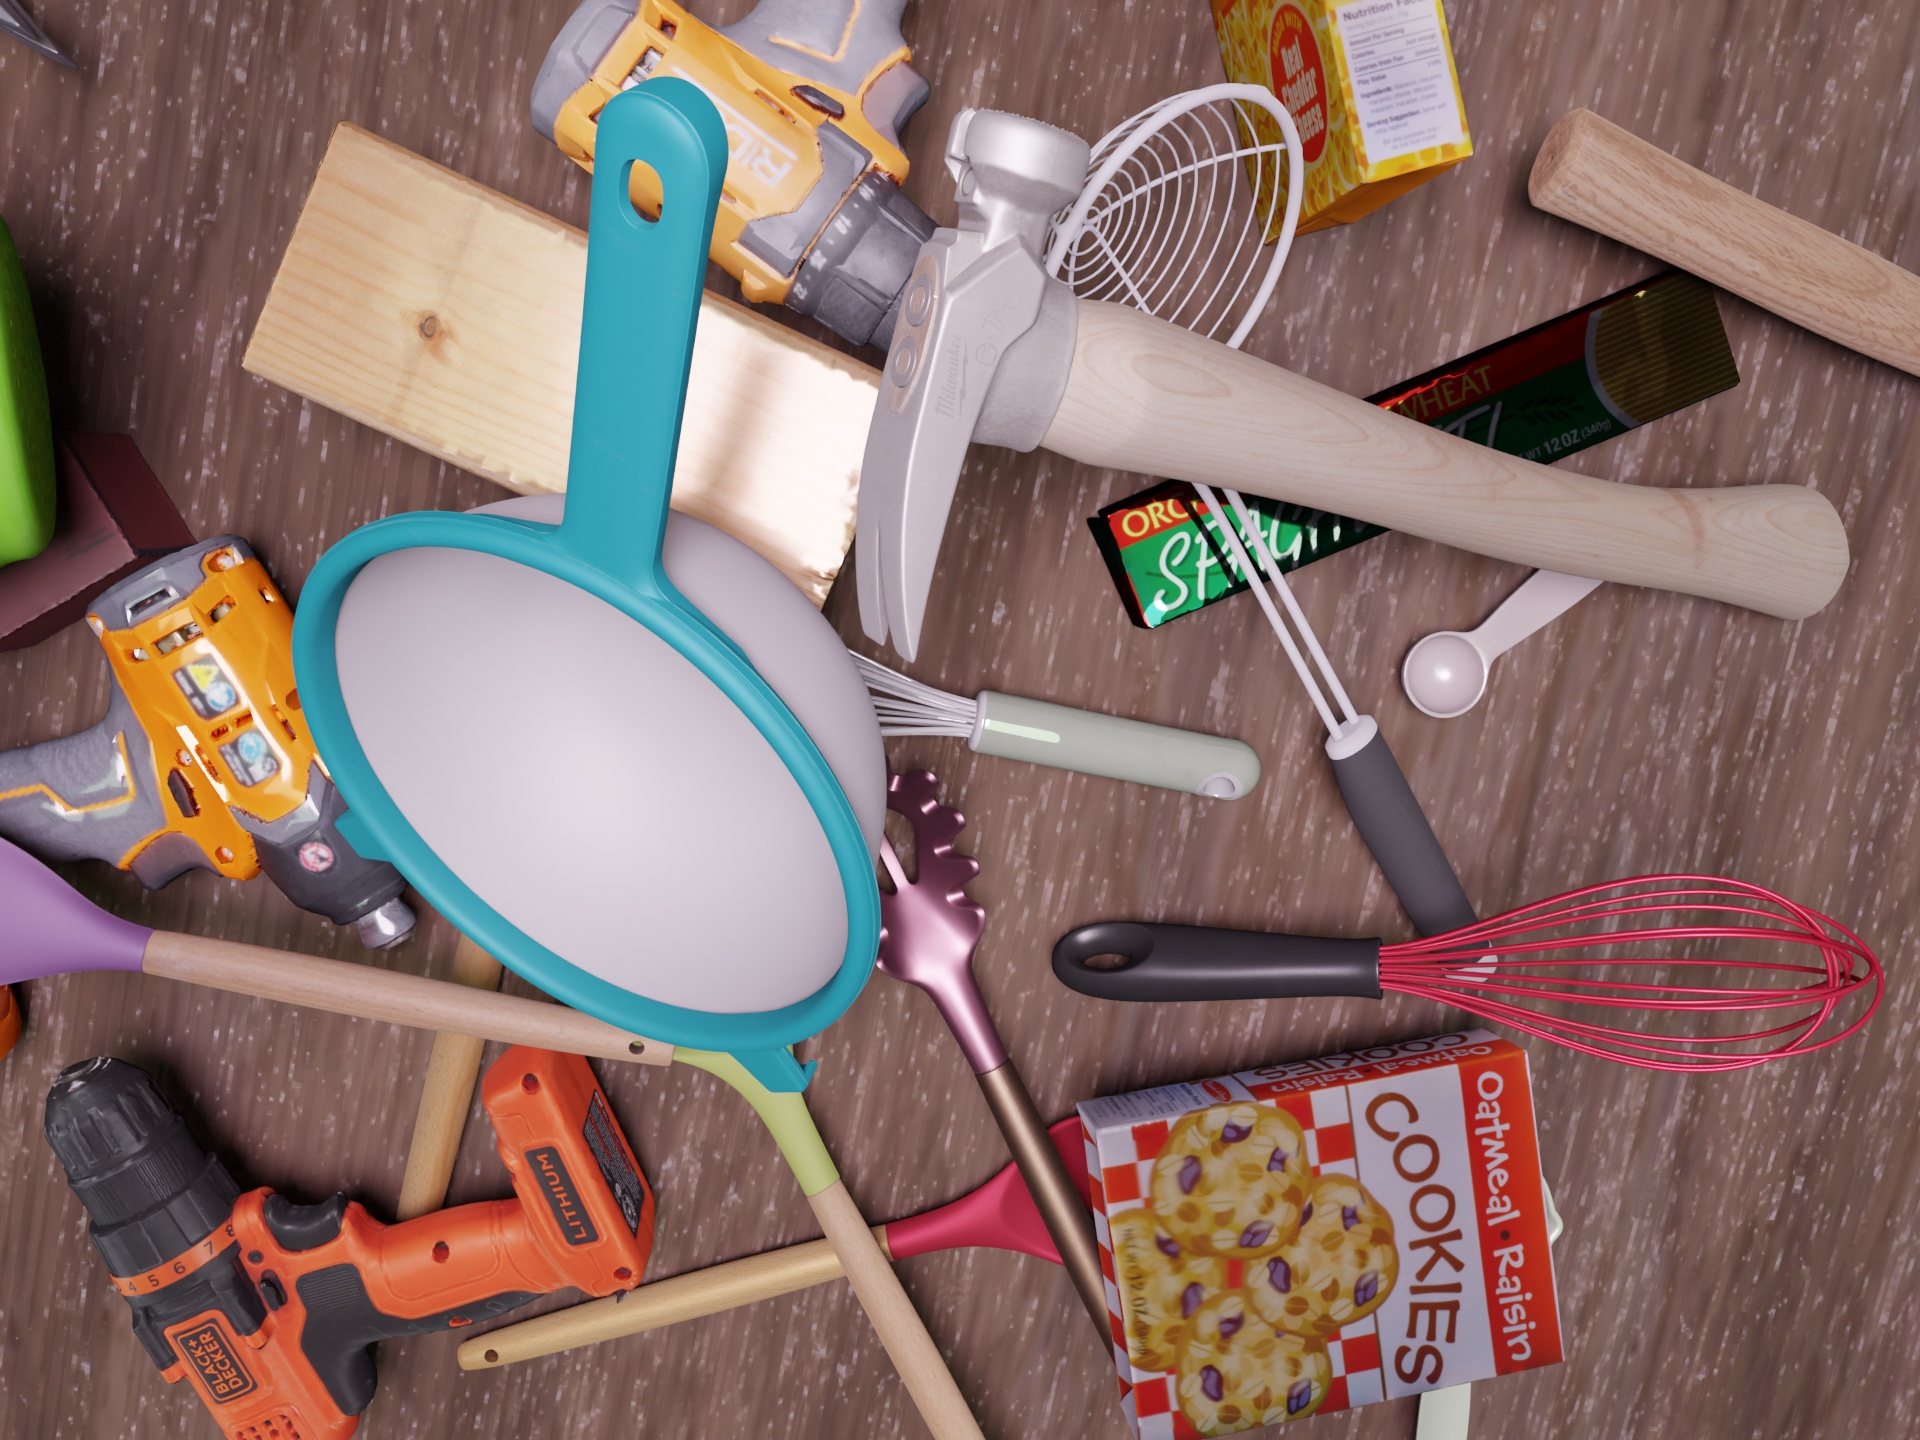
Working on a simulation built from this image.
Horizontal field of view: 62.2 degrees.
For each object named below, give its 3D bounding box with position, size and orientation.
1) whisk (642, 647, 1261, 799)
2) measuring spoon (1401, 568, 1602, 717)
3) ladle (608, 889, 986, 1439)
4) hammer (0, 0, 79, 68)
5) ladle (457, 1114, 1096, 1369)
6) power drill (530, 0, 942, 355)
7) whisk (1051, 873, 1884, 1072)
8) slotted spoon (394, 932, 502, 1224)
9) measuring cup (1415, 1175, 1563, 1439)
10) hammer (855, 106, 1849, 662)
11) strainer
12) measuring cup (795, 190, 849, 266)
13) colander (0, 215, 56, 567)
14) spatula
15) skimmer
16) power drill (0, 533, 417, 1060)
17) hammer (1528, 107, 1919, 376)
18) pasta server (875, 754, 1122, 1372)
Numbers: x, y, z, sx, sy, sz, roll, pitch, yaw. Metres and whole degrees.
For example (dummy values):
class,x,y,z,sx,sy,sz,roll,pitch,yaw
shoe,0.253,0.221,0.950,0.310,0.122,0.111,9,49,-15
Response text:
class,x,y,z,sx,sy,sz,roll,pitch,yaw
whisk,-0.001,-0.002,0.615,0.246,0.059,0.057,11,141,-8
measuring spoon,0.225,-0.046,0.635,0.124,0.018,0.034,-38,98,-4
ladle,-0.043,0.207,0.612,0.078,0.062,0.320,-29,90,7
hammer,-0.219,-0.396,0.539,0.386,0.038,0.143,-41,84,1
ladle,-0.054,0.222,0.652,0.315,0.031,0.069,-15,93,1
power drill,-0.009,-0.238,0.546,0.185,0.084,0.226,36,86,-7
whisk,0.177,0.093,0.595,0.296,0.073,0.073,-2,99,19
slotted spoon,-0.186,0.089,0.627,0.070,0.031,0.313,15,99,-7
measuring cup,0.198,0.244,0.662,0.083,0.038,0.167,1,100,-3
hammer,0.158,-0.068,0.528,0.410,0.038,0.146,7,105,-30
strainer,-0.087,-0.039,0.476,0.211,0.095,0.340,28,135,8
measuring cup,-0.049,-0.237,0.592,0.062,0.029,0.156,27,84,-8
colander,-0.352,-0.181,0.499,0.094,0.204,0.397,-7,80,-24
spatula,-0.255,0.083,0.555,0.316,0.018,0.060,14,92,-9
skimmer,0.131,-0.039,0.561,0.127,0.090,0.363,-39,111,-18
power drill,-0.324,0.054,0.590,0.226,0.084,0.164,-30,100,-2
hammer,0.358,-0.144,0.596,0.331,0.031,0.130,18,98,-13
pasta server,0.025,0.159,0.614,0.060,0.040,0.316,-26,93,-7
